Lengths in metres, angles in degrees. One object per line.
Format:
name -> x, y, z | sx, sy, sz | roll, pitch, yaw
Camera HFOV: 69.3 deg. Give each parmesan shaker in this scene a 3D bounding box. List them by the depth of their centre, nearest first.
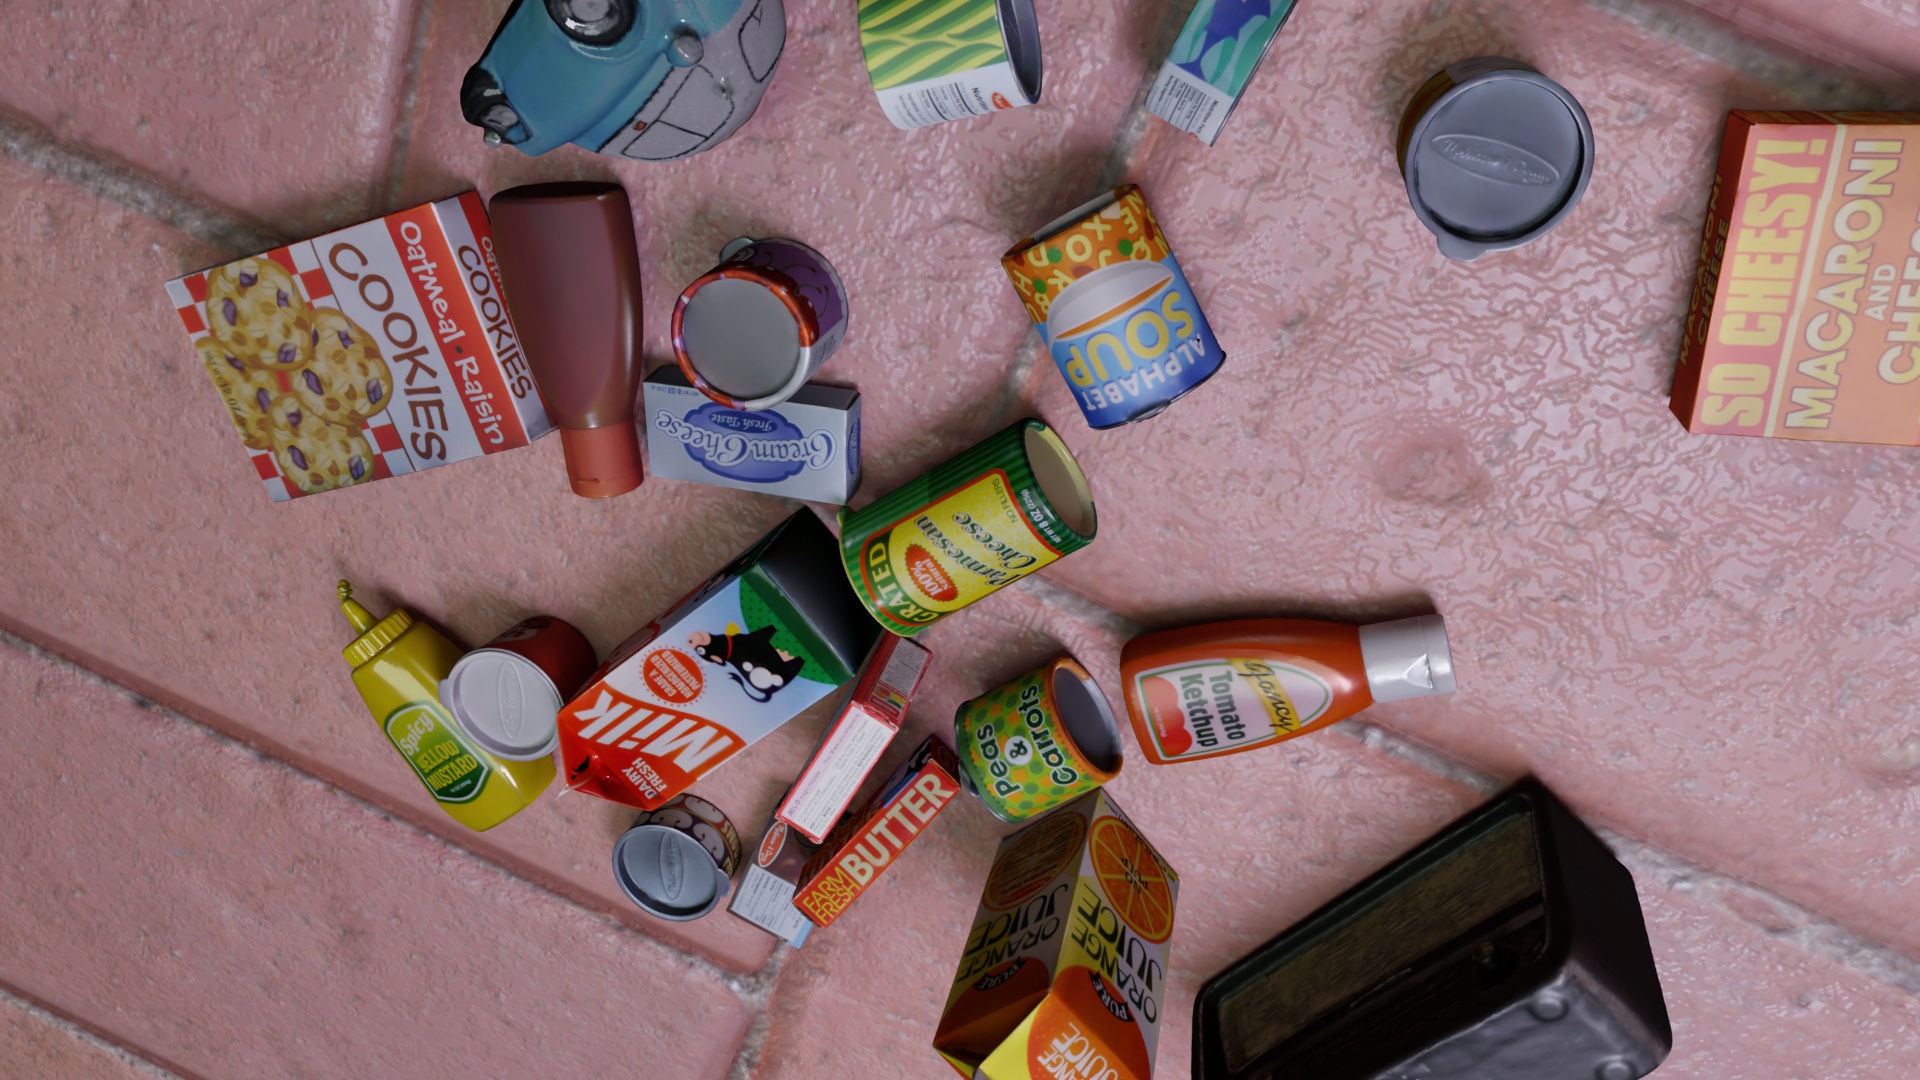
parmesan shaker -> 0.002, -0.008, 0.646 | 0.103, 0.071, 0.071 | -28, 104, 24

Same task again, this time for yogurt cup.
yogurt cup -> -0.233, 0.077, 0.750 | 0.072, 0.054, 0.072 | 5, 115, 12

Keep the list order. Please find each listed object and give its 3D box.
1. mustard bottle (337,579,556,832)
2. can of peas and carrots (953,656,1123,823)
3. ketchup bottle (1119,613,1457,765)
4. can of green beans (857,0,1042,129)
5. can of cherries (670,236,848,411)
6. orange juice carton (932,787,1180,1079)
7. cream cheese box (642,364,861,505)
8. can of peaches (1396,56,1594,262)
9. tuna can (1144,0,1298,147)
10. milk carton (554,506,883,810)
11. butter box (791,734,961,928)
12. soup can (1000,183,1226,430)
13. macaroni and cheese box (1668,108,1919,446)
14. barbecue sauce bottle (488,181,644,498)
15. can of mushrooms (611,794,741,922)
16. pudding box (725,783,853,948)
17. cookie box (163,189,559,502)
mustard bottle -> -0.297, 0.088, 0.774 | 0.065, 0.049, 0.160 | -32, 103, 23
can of peas and carrots -> 0.038, 0.098, 0.682 | 0.058, 0.071, 0.071 | -29, 104, 23
ketchup bottle -> 0.154, 0.064, 0.654 | 0.148, 0.044, 0.064 | -12, 110, 18
can of green beans -> -0.003, -0.204, 0.560 | 0.058, 0.071, 0.071 | -7, 112, 17
can of cherries -> -0.093, -0.100, 0.633 | 0.071, 0.059, 0.071 | 6, 116, 12
orange juice carton -> 0.047, 0.212, 0.662 | 0.073, 0.193, 0.071 | -35, 103, 26
cream cheese box -> -0.100, -0.051, 0.675 | 0.104, 0.024, 0.053 | 8, 120, 11
can of peaches -> 0.203, -0.148, 0.537 | 0.071, 0.058, 0.071 | 5, 115, 11
tuna can -> 0.103, -0.192, 0.539 | 0.033, 0.071, 0.070 | 30, 117, 1
milk carton -> -0.134, 0.071, 0.713 | 0.190, 0.073, 0.073 | -34, 102, 25
butter box -> -0.042, 0.149, 0.716 | 0.024, 0.053, 0.103 | 44, 93, -4
soup can -> 0.064, -0.098, 0.587 | 0.071, 0.072, 0.083 | -24, 106, 23
macaroni and cheese box -> 0.372, -0.098, 0.527 | 0.166, 0.040, 0.123 | 4, 115, 12
barbecue sauce bottle -> -0.181, -0.094, 0.667 | 0.065, 0.044, 0.147 | 2, 115, 13
can of mushrooms -> -0.159, 0.181, 0.790 | 0.071, 0.033, 0.070 | 5, 114, 12
pudding box -> -0.092, 0.183, 0.776 | 0.050, 0.030, 0.083 | 27, 117, 2
cookie box -> -0.296, -0.095, 0.698 | 0.167, 0.040, 0.122 | -10, 111, 19
